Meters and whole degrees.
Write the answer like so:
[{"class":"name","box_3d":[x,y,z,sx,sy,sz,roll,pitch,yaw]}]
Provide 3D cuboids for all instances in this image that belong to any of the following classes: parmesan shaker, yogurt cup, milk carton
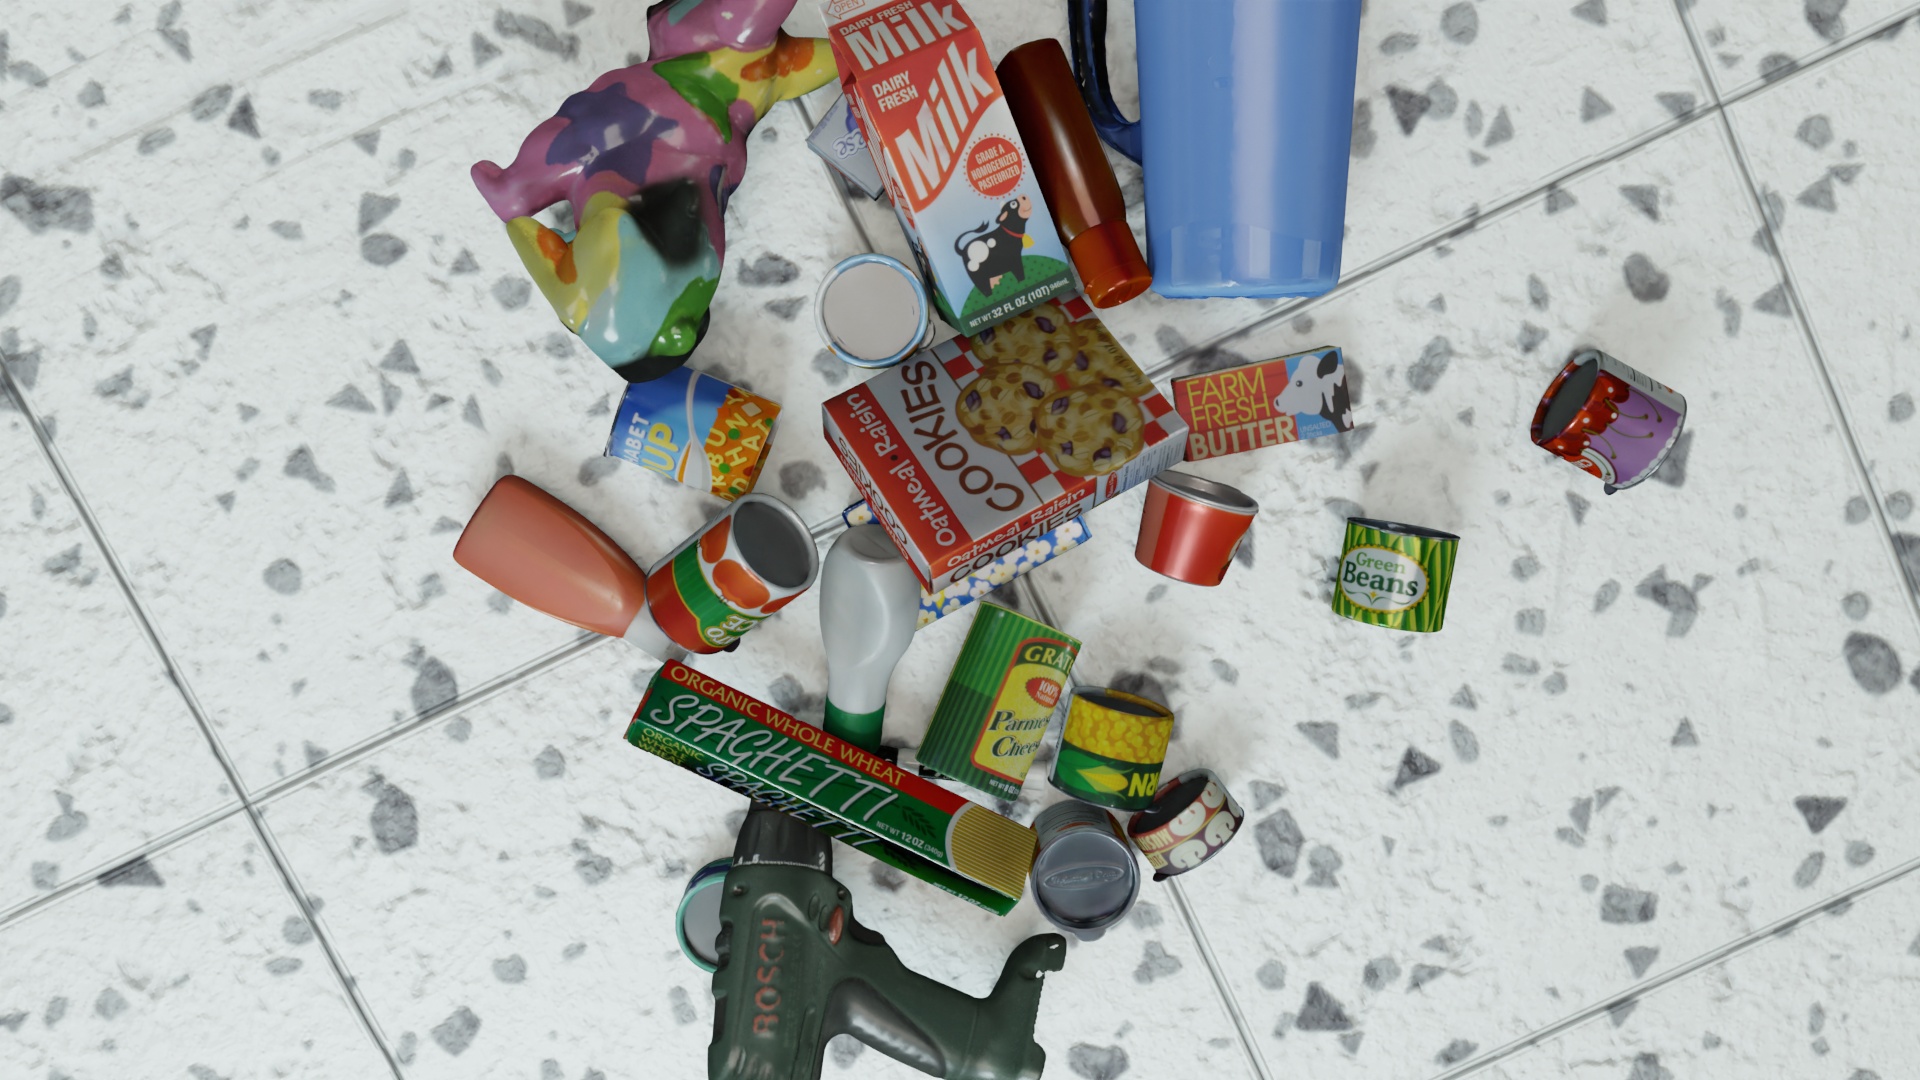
[{"class":"parmesan shaker","box_3d":[0.024,0.096,0.829,0.071,0.071,0.103,23,84,-4]},{"class":"yogurt cup","box_3d":[0.138,-0.007,0.830,0.072,0.072,0.053,16,104,-3]},{"class":"milk carton","box_3d":[-0.009,-0.218,0.774,0.072,0.073,0.190,-25,109,-5]}]

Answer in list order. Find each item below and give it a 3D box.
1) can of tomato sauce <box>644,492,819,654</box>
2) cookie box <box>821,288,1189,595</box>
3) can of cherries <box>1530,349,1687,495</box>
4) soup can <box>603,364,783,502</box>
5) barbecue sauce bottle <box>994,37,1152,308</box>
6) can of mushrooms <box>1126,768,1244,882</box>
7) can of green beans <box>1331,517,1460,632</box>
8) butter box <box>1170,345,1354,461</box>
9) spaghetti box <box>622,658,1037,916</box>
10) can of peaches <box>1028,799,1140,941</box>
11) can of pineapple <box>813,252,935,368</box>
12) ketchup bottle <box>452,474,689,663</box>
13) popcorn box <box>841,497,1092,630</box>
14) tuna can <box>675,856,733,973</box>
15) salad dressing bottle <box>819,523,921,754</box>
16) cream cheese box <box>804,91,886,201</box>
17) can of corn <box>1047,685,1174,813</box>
[{"class":"can of tomato sauce","box_3d":[-0.131,0.021,0.807,0.082,0.071,0.071,-34,98,35]},{"class":"cookie box","box_3d":[0.023,-0.060,0.784,0.168,0.040,0.123,-28,64,-13]},{"class":"can of cherries","box_3d":[0.383,-0.070,0.826,0.058,0.071,0.071,27,96,-4]},{"class":"soup can","box_3d":[-0.155,-0.063,0.813,0.084,0.071,0.071,22,96,-4]},{"class":"barbecue sauce bottle","box_3d":[0.063,-0.204,0.786,0.044,0.064,0.148,-20,80,-11]},{"class":"can of mushrooms","box_3d":[0.135,0.173,0.848,0.071,0.071,0.033,-37,96,3]},{"class":"can of green beans","box_3d":[0.260,0.020,0.834,0.071,0.071,0.057,8,97,-2]},{"class":"butter box","box_3d":[0.181,-0.082,0.841,0.103,0.024,0.053,-12,96,0]},{"class":"spaghetti box","box_3d":[-0.073,0.145,0.815,0.250,0.050,0.028,27,136,-7]},{"class":"can of peaches","box_3d":[0.074,0.202,0.855,0.071,0.058,0.071,0,97,-2]},{"class":"can of pineapple","box_3d":[-0.049,-0.133,0.813,0.071,0.058,0.071,0,97,-1]},{"class":"ketchup bottle","box_3d":[-0.225,0.024,0.834,0.149,0.043,0.064,33,96,-5]},{"class":"popcorn box","box_3d":[0.003,-0.011,0.838,0.127,0.038,0.085,-28,95,2]},{"class":"tuna can","box_3d":[-0.145,0.235,0.866,0.071,0.033,0.071,0,97,-2]},{"class":"salad dressing bottle","box_3d":[-0.057,0.063,0.817,0.064,0.044,0.146,34,129,33]},{"class":"cream cheese box","box_3d":[-0.039,-0.258,0.815,0.053,0.024,0.103,37,95,-7]},{"class":"can of corn","box_3d":[0.094,0.126,0.841,0.071,0.071,0.058,13,96,-3]}]
